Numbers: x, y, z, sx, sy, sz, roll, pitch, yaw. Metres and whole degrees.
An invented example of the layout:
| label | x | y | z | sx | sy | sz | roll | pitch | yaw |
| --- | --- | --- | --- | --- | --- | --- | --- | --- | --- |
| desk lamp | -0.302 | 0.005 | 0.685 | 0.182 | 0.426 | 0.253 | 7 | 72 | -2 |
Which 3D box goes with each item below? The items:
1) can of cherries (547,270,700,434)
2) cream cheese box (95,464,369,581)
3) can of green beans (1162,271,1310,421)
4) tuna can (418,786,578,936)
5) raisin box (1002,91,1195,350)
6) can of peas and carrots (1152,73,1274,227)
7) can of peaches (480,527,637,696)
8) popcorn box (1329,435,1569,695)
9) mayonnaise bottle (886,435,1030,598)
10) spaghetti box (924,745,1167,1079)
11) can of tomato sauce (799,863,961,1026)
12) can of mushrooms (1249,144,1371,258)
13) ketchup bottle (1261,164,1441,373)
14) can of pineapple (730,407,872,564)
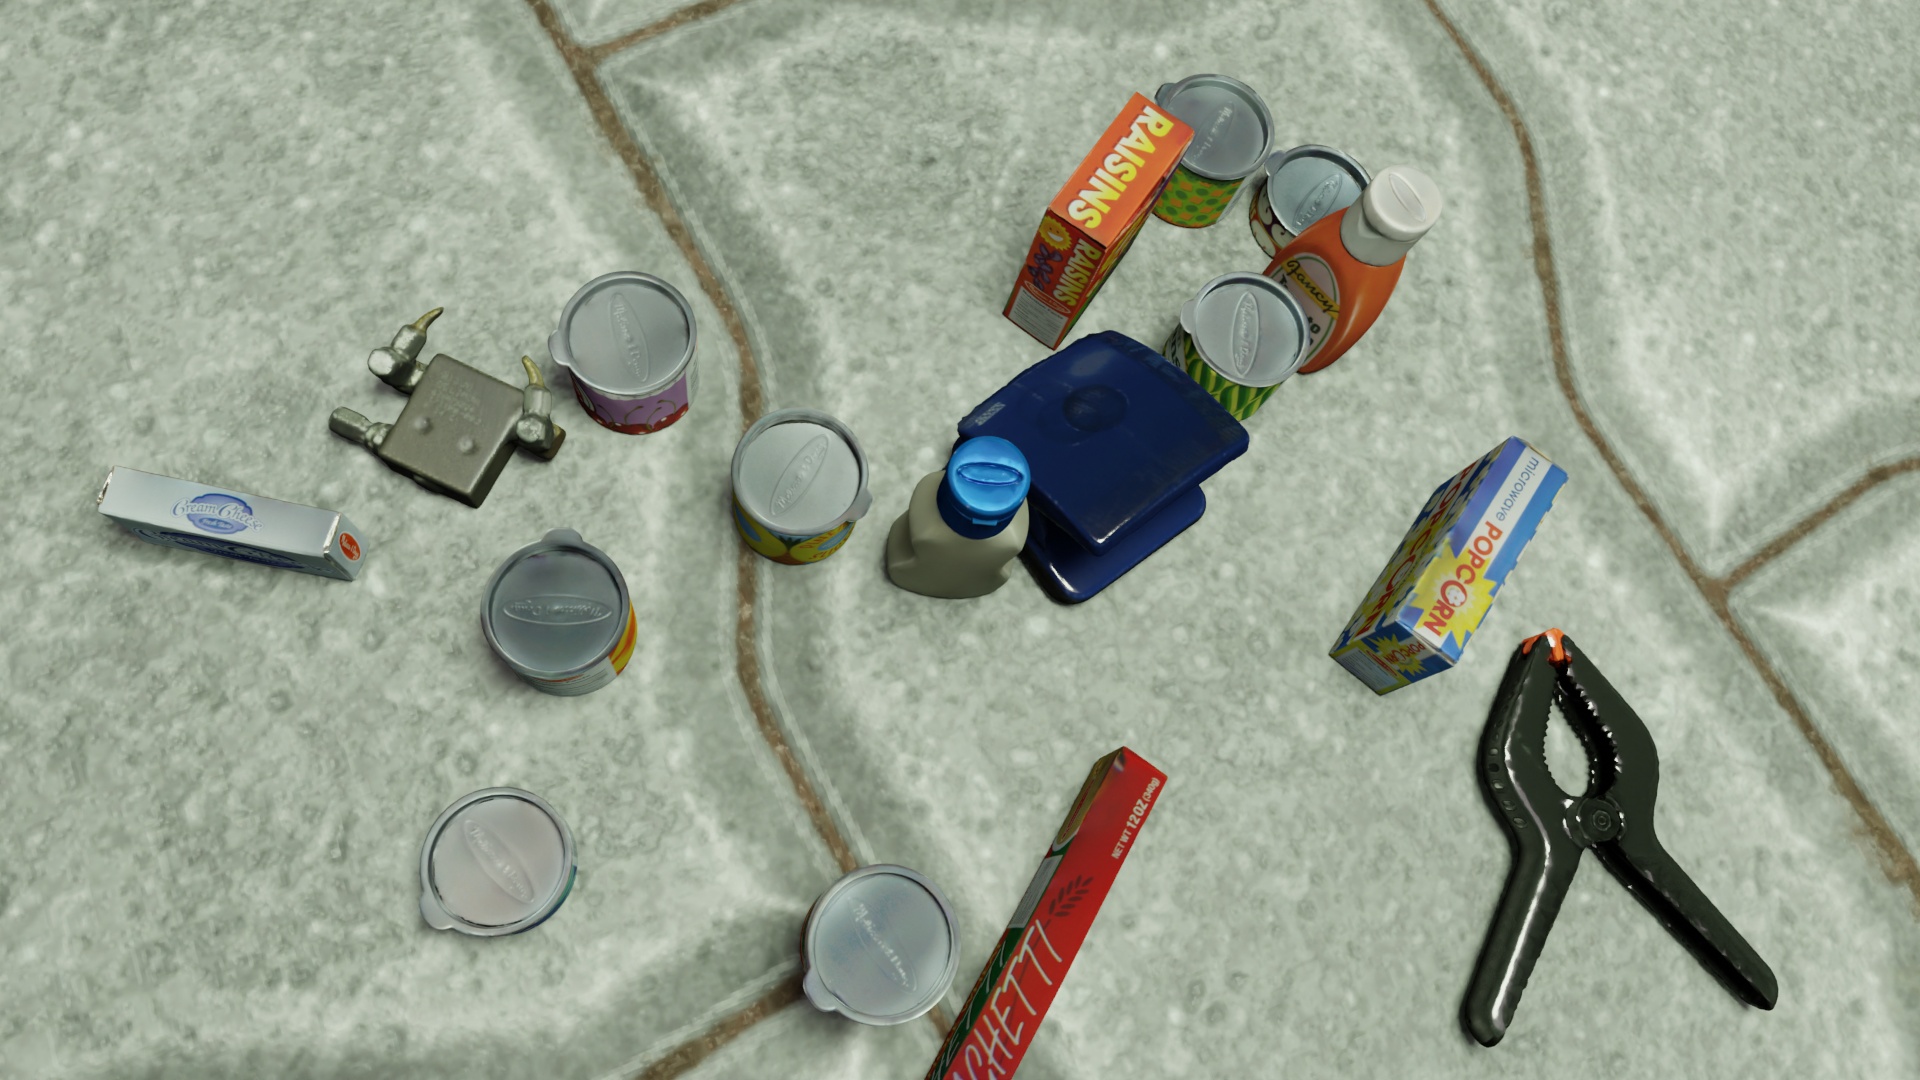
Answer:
| label | x | y | z | sx | sy | sz | roll | pitch | yaw |
| --- | --- | --- | --- | --- | --- | --- | --- | --- | --- |
| can of cherries | -0.168 | -0.093 | 0.702 | 0.071 | 0.058 | 0.071 | 2 | 73 | -8 |
| cream cheese box | -0.339 | -0.006 | 0.652 | 0.104 | 0.053 | 0.024 | 12 | 73 | -5 |
| can of green beans | 0.148 | -0.104 | 0.755 | 0.071 | 0.057 | 0.071 | 2 | 73 | -8 |
| tuna can | -0.212 | 0.149 | 0.636 | 0.071 | 0.032 | 0.071 | 2 | 73 | -8 |
| raisin box | 0.070 | -0.163 | 0.726 | 0.040 | 0.123 | 0.086 | 36 | 72 | 2 |
| can of peas and carrots | 0.134 | -0.221 | 0.787 | 0.071 | 0.058 | 0.071 | 2 | 73 | -8 |
| can of peaches | -0.188 | 0.036 | 0.661 | 0.071 | 0.058 | 0.071 | 2 | 73 | -8 |
| popcorn box | 0.253 | 0.014 | 0.721 | 0.038 | 0.085 | 0.127 | 37 | 72 | 3 |
| mayonnaise bottle | 0.002 | -0.008 | 0.656 | 0.065 | 0.147 | 0.041 | 5 | 73 | -7 |
| spaghetti box | 0.023 | 0.212 | 0.645 | 0.029 | 0.050 | 0.251 | 31 | 71 | 1 |
| can of tomato sauce | -0.040 | 0.183 | 0.626 | 0.071 | 0.083 | 0.071 | 2 | 74 | -8 |
| can of mushrooms | 0.201 | -0.193 | 0.803 | 0.071 | 0.033 | 0.071 | 2 | 73 | -8 |
| ketchup bottle | 0.201 | -0.143 | 0.727 | 0.044 | 0.148 | 0.065 | -31 | 81 | -16 |
| can of pineapple | -0.080 | -0.025 | 0.696 | 0.071 | 0.057 | 0.071 | 2 | 73 | -8 |
